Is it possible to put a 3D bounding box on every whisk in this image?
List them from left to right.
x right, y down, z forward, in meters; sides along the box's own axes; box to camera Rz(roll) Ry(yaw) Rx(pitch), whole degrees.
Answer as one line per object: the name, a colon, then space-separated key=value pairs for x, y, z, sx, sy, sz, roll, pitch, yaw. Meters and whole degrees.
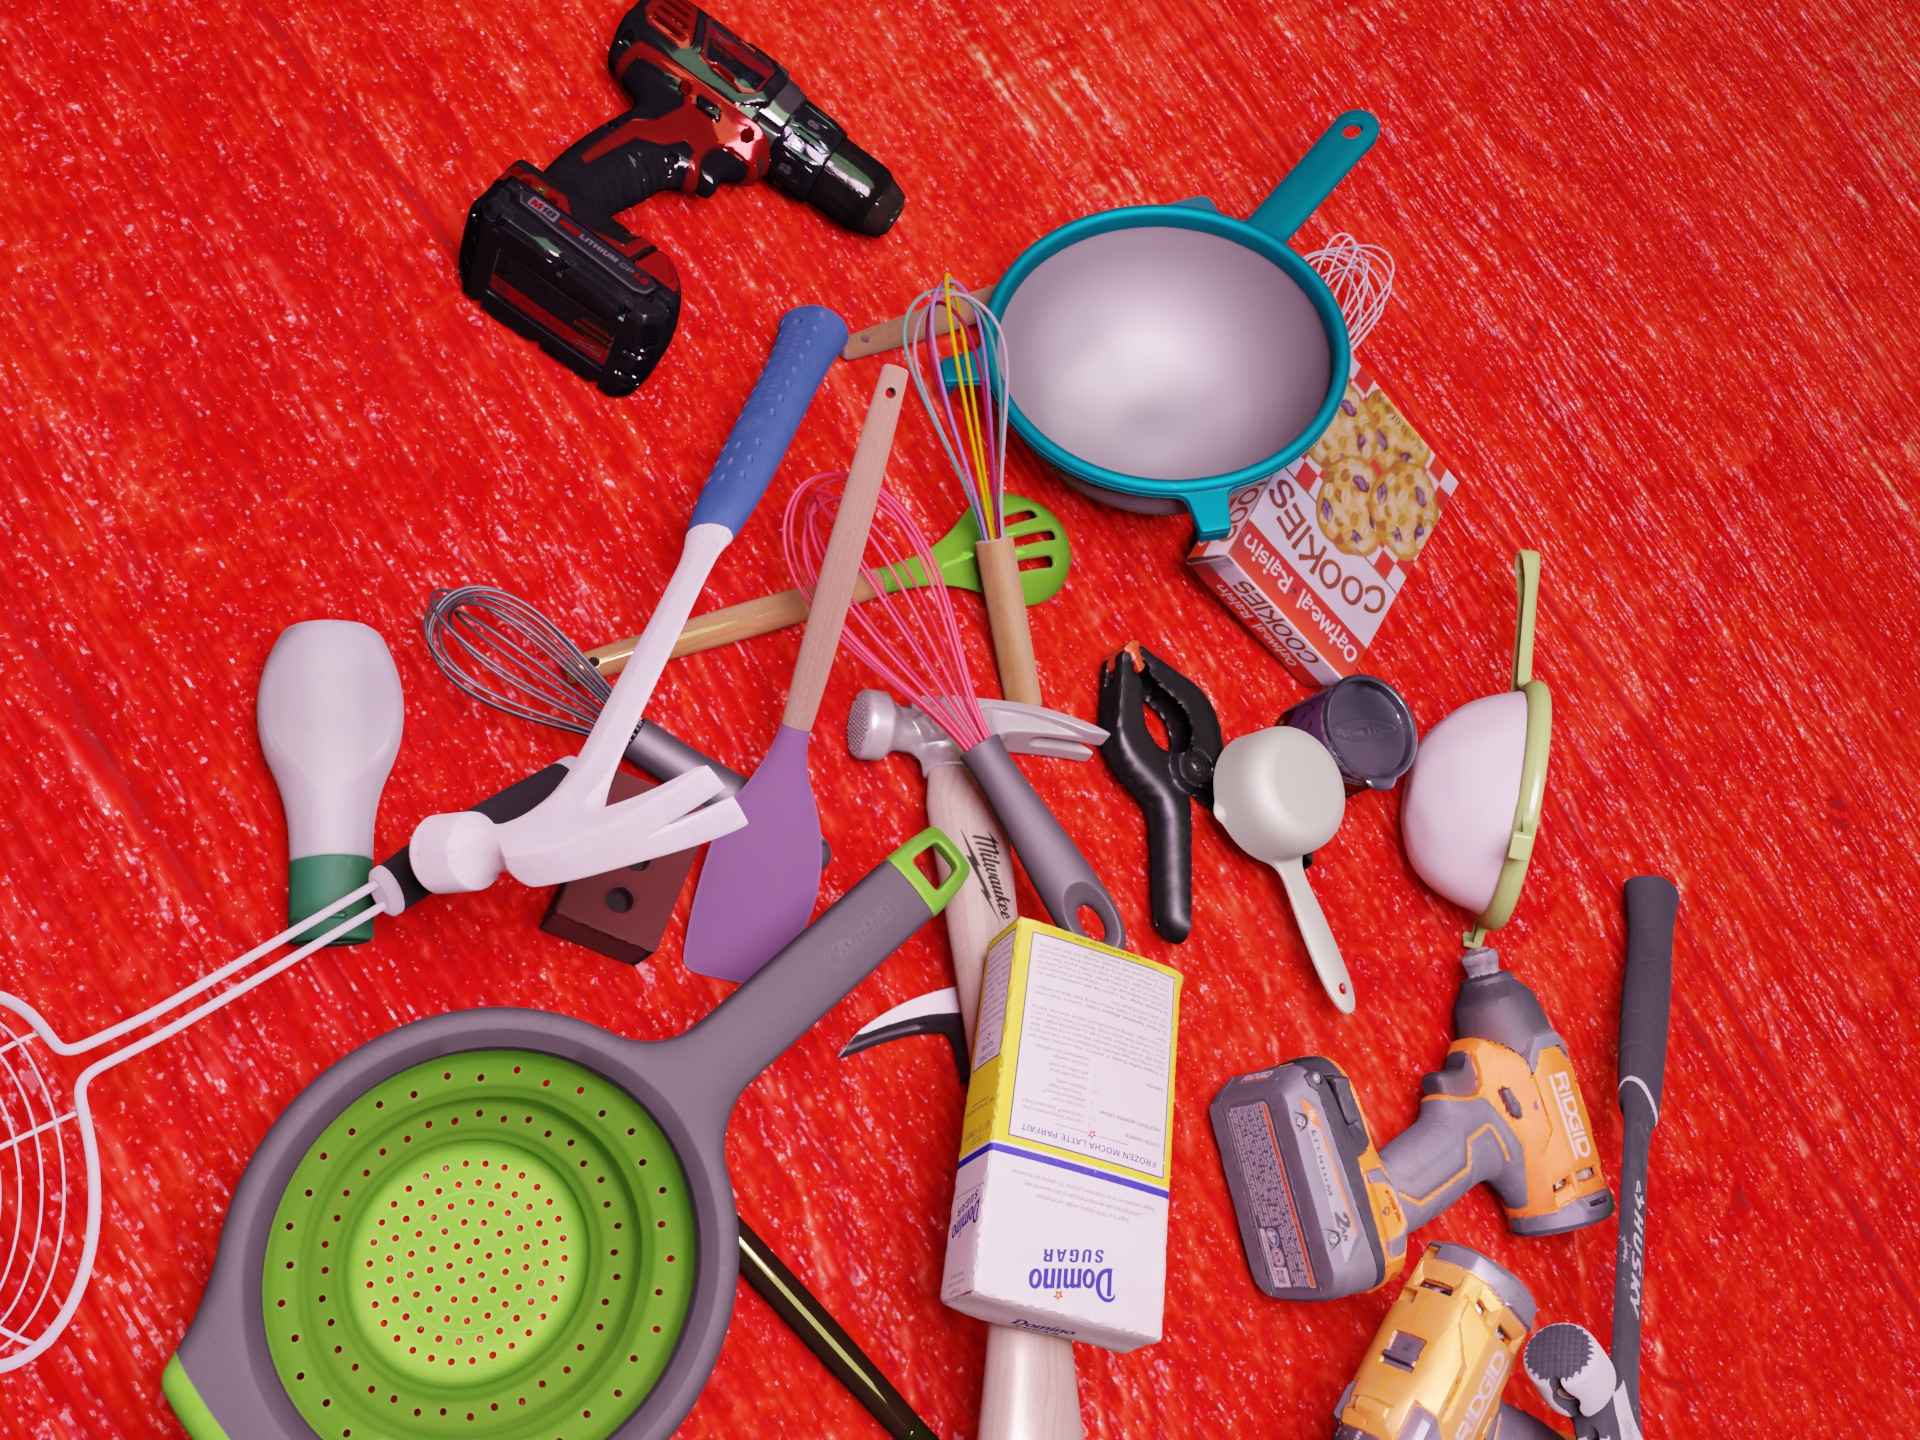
whisk: x=-0.161 y=0.009 z=0.791 sx=0.238 sy=0.055 sz=0.055 roll=35 pitch=63 yaw=-18
whisk: x=-0.001 y=-0.003 z=0.817 sx=0.073 sy=0.073 sz=0.296 roll=-29 pitch=82 yaw=-28
whisk: x=0.013 y=-0.120 z=0.871 sx=0.051 sy=0.047 sz=0.245 roll=-16 pitch=104 yaw=-19
whisk: x=0.210 y=-0.205 z=1.024 sx=0.070 sy=0.070 sz=0.285 roll=32 pitch=68 yaw=-11

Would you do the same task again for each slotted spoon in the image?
slotted spoon: x=-0.066 y=-0.068 z=0.875 sx=0.313 sy=0.031 sz=0.070 roll=-18 pitch=84 yaw=-26

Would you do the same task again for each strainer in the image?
strainer: x=0.155 y=-0.243 z=0.970 sx=0.211 sy=0.095 sz=0.340 roll=33 pitch=66 yaw=16
strainer: x=0.312 y=0.000 z=0.969 sx=0.069 sy=0.151 sz=0.256 roll=9 pitch=63 yaw=11

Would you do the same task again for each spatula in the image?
spatula: x=-0.072 y=-0.020 z=0.788 sx=0.059 sy=0.018 sz=0.316 roll=14 pitch=95 yaw=-14
spatula: x=0.062 y=-0.270 z=1.001 sx=0.317 sy=0.044 sz=0.082 roll=-23 pitch=83 yaw=-23

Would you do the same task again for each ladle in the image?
ladle: x=-0.038 y=0.311 z=0.743 sx=0.320 sy=0.062 sz=0.078 roll=48 pitch=57 yaw=1

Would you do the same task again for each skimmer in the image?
skimmer: x=-0.262 y=0.103 z=0.641 sx=0.363 sy=0.090 sz=0.127 roll=-37 pitch=125 yaw=-48

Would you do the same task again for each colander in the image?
colander: x=-0.149 y=0.184 z=0.715 sx=0.397 sy=0.094 sz=0.204 roll=-40 pitch=91 yaw=-29

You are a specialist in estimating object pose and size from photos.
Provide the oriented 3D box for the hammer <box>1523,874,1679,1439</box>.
hammer: x=0.382 y=0.233 z=0.889 sx=0.149 sy=0.036 sz=0.409 roll=53 pitch=40 yaw=-20

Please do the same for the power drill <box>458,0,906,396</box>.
power drill: x=-0.148 y=-0.287 z=0.888 sx=0.188 sy=0.080 sz=0.227 roll=34 pitch=60 yaw=-10

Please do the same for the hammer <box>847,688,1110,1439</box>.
hammer: x=0.030 y=0.170 z=0.781 sx=0.146 sy=0.038 sz=0.411 roll=6 pitch=58 yaw=-22

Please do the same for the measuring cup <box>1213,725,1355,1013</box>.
measuring cup: x=0.199 y=0.082 z=0.896 sx=0.083 sy=0.038 sz=0.168 roll=-12 pitch=78 yaw=-36

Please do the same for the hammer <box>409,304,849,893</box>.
hammer: x=-0.120 y=-0.082 z=0.772 sx=0.406 sy=0.144 sz=0.035 roll=-73 pitch=147 yaw=-43

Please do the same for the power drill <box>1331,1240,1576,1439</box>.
power drill: x=0.257 y=0.397 z=0.788 sx=0.226 sy=0.084 sz=0.185 roll=51 pitch=62 yaw=-24

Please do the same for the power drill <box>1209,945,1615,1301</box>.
power drill: x=0.255 y=0.220 z=0.887 sx=0.226 sy=0.084 sz=0.164 roll=-6 pitch=75 yaw=-29

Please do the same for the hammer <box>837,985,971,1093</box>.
hammer: x=0.027 y=0.283 z=0.751 sx=0.146 sy=0.035 sz=0.335 roll=5 pitch=58 yaw=-20
